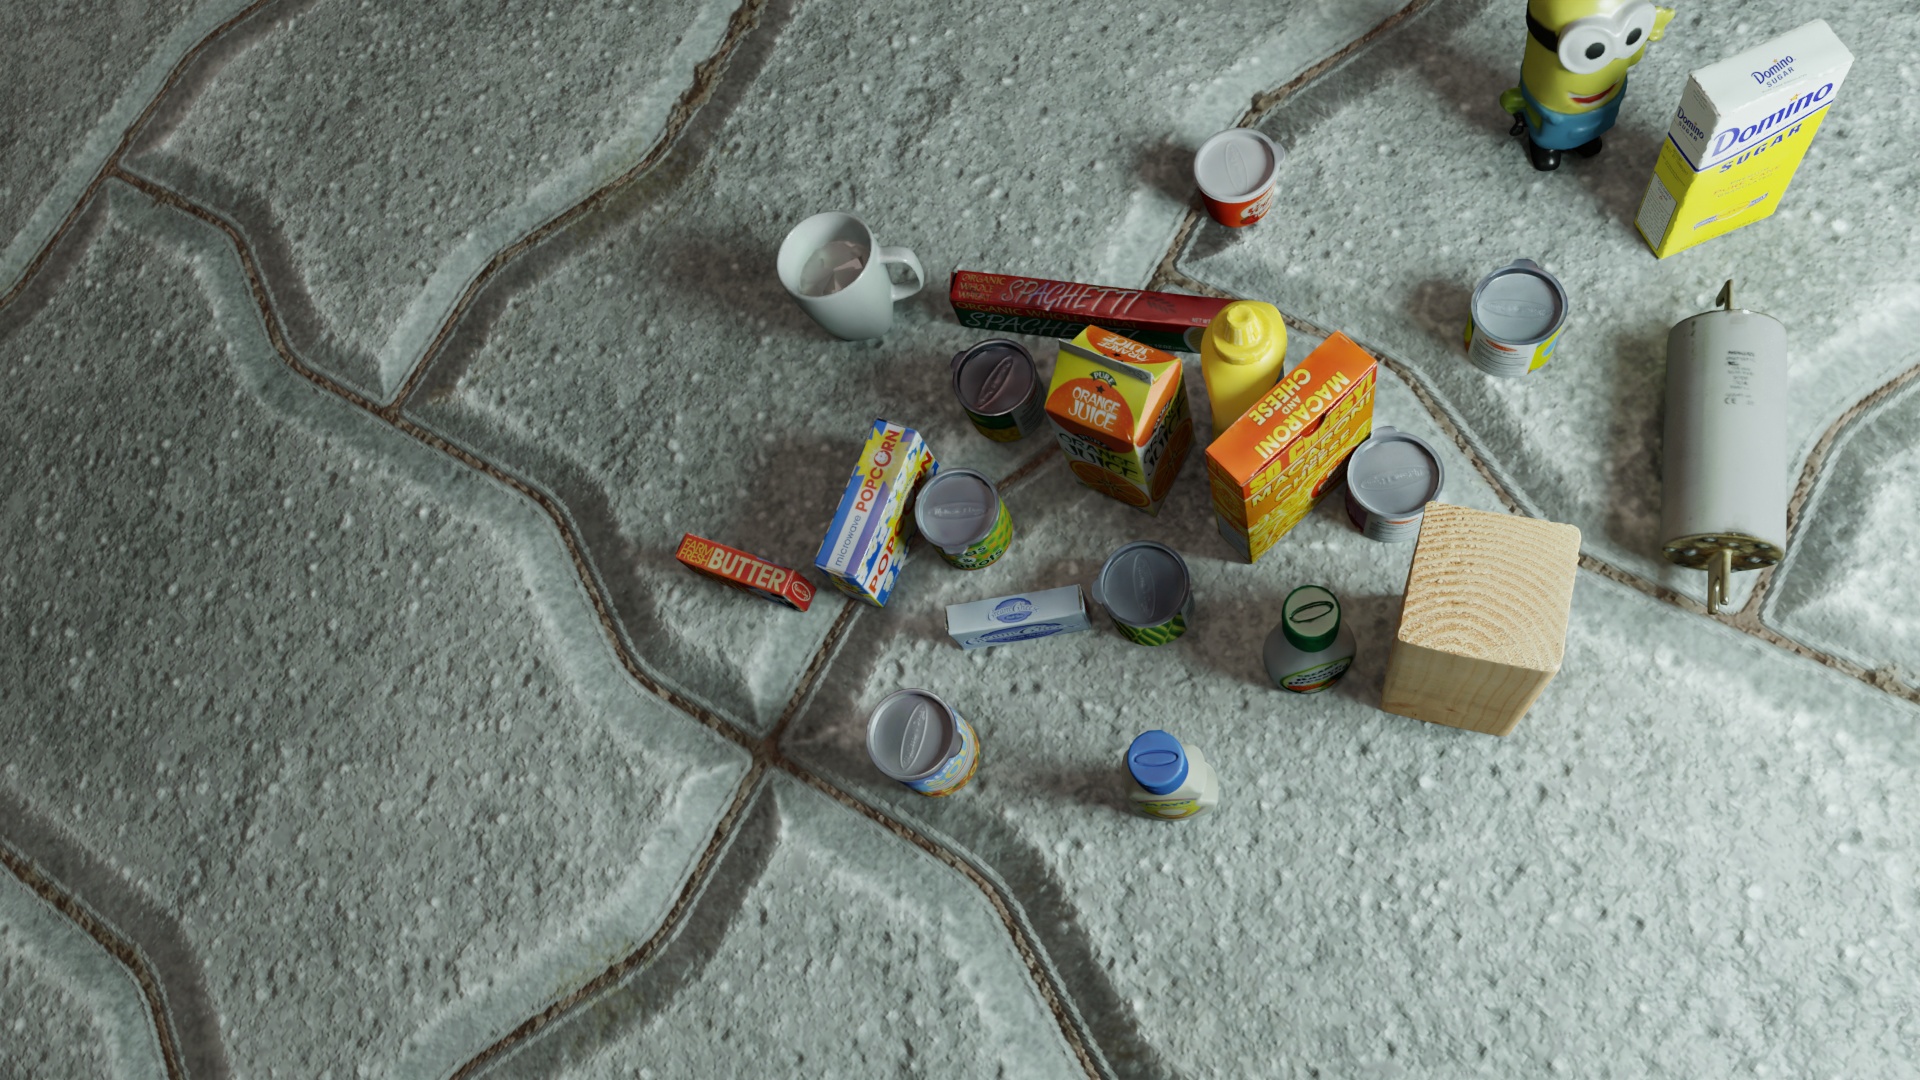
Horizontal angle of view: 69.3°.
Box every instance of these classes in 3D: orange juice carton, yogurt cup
[{"bbox_3d":[0.116,-0.092,1.002,0.072,0.192,0.073,25,79,20],"label":"orange juice carton"},{"bbox_3d":[0.224,-0.290,1.122,0.072,0.054,0.072,-4,70,12],"label":"yogurt cup"}]

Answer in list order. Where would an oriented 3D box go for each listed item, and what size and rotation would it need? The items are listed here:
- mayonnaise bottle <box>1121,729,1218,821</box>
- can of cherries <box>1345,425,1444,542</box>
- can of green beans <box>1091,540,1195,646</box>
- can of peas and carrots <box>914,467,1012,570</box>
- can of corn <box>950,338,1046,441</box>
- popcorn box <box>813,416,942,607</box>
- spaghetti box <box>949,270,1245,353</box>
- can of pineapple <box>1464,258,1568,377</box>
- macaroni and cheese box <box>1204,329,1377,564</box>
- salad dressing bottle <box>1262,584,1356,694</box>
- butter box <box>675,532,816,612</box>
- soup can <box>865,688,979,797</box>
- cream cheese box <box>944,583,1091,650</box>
[{"bbox_3d":[0.137,0.159,0.933,0.065,0.147,0.041,-6,70,12],"label":"mayonnaise bottle"},{"bbox_3d":[0.314,-0.040,1.009,0.071,0.058,0.071,-4,70,12],"label":"can of cherries"},{"bbox_3d":[0.138,0.040,1.024,0.071,0.057,0.071,-4,70,12],"label":"can of green beans"},{"bbox_3d":[0.004,-0.013,1.074,0.071,0.058,0.071,-4,70,12],"label":"can of peas and carrots"},{"bbox_3d":[0.030,-0.120,1.106,0.071,0.058,0.071,-4,70,12],"label":"can of corn"},{"bbox_3d":[-0.063,-0.020,1.078,0.038,0.085,0.127,18,76,19],"label":"popcorn box"},{"bbox_3d":[0.113,-0.181,1.112,0.250,0.050,0.029,9,74,16],"label":"spaghetti box"},{"bbox_3d":[0.411,-0.163,1.029,0.071,0.057,0.071,-4,70,12],"label":"can of pineapple"},{"bbox_3d":[0.234,-0.060,0.977,0.124,0.166,0.040,-42,67,-3],"label":"macaroni and cheese box"},{"bbox_3d":[0.237,0.067,0.941,0.064,0.147,0.044,-18,68,7],"label":"salad dressing bottle"},{"bbox_3d":[-0.171,0.026,1.106,0.103,0.053,0.024,18,77,19],"label":"butter box"},{"bbox_3d":[-0.023,0.149,1.010,0.071,0.083,0.071,-4,70,12],"label":"soup can"},{"bbox_3d":[0.044,0.058,1.042,0.104,0.053,0.024,-10,69,10],"label":"cream cheese box"}]
